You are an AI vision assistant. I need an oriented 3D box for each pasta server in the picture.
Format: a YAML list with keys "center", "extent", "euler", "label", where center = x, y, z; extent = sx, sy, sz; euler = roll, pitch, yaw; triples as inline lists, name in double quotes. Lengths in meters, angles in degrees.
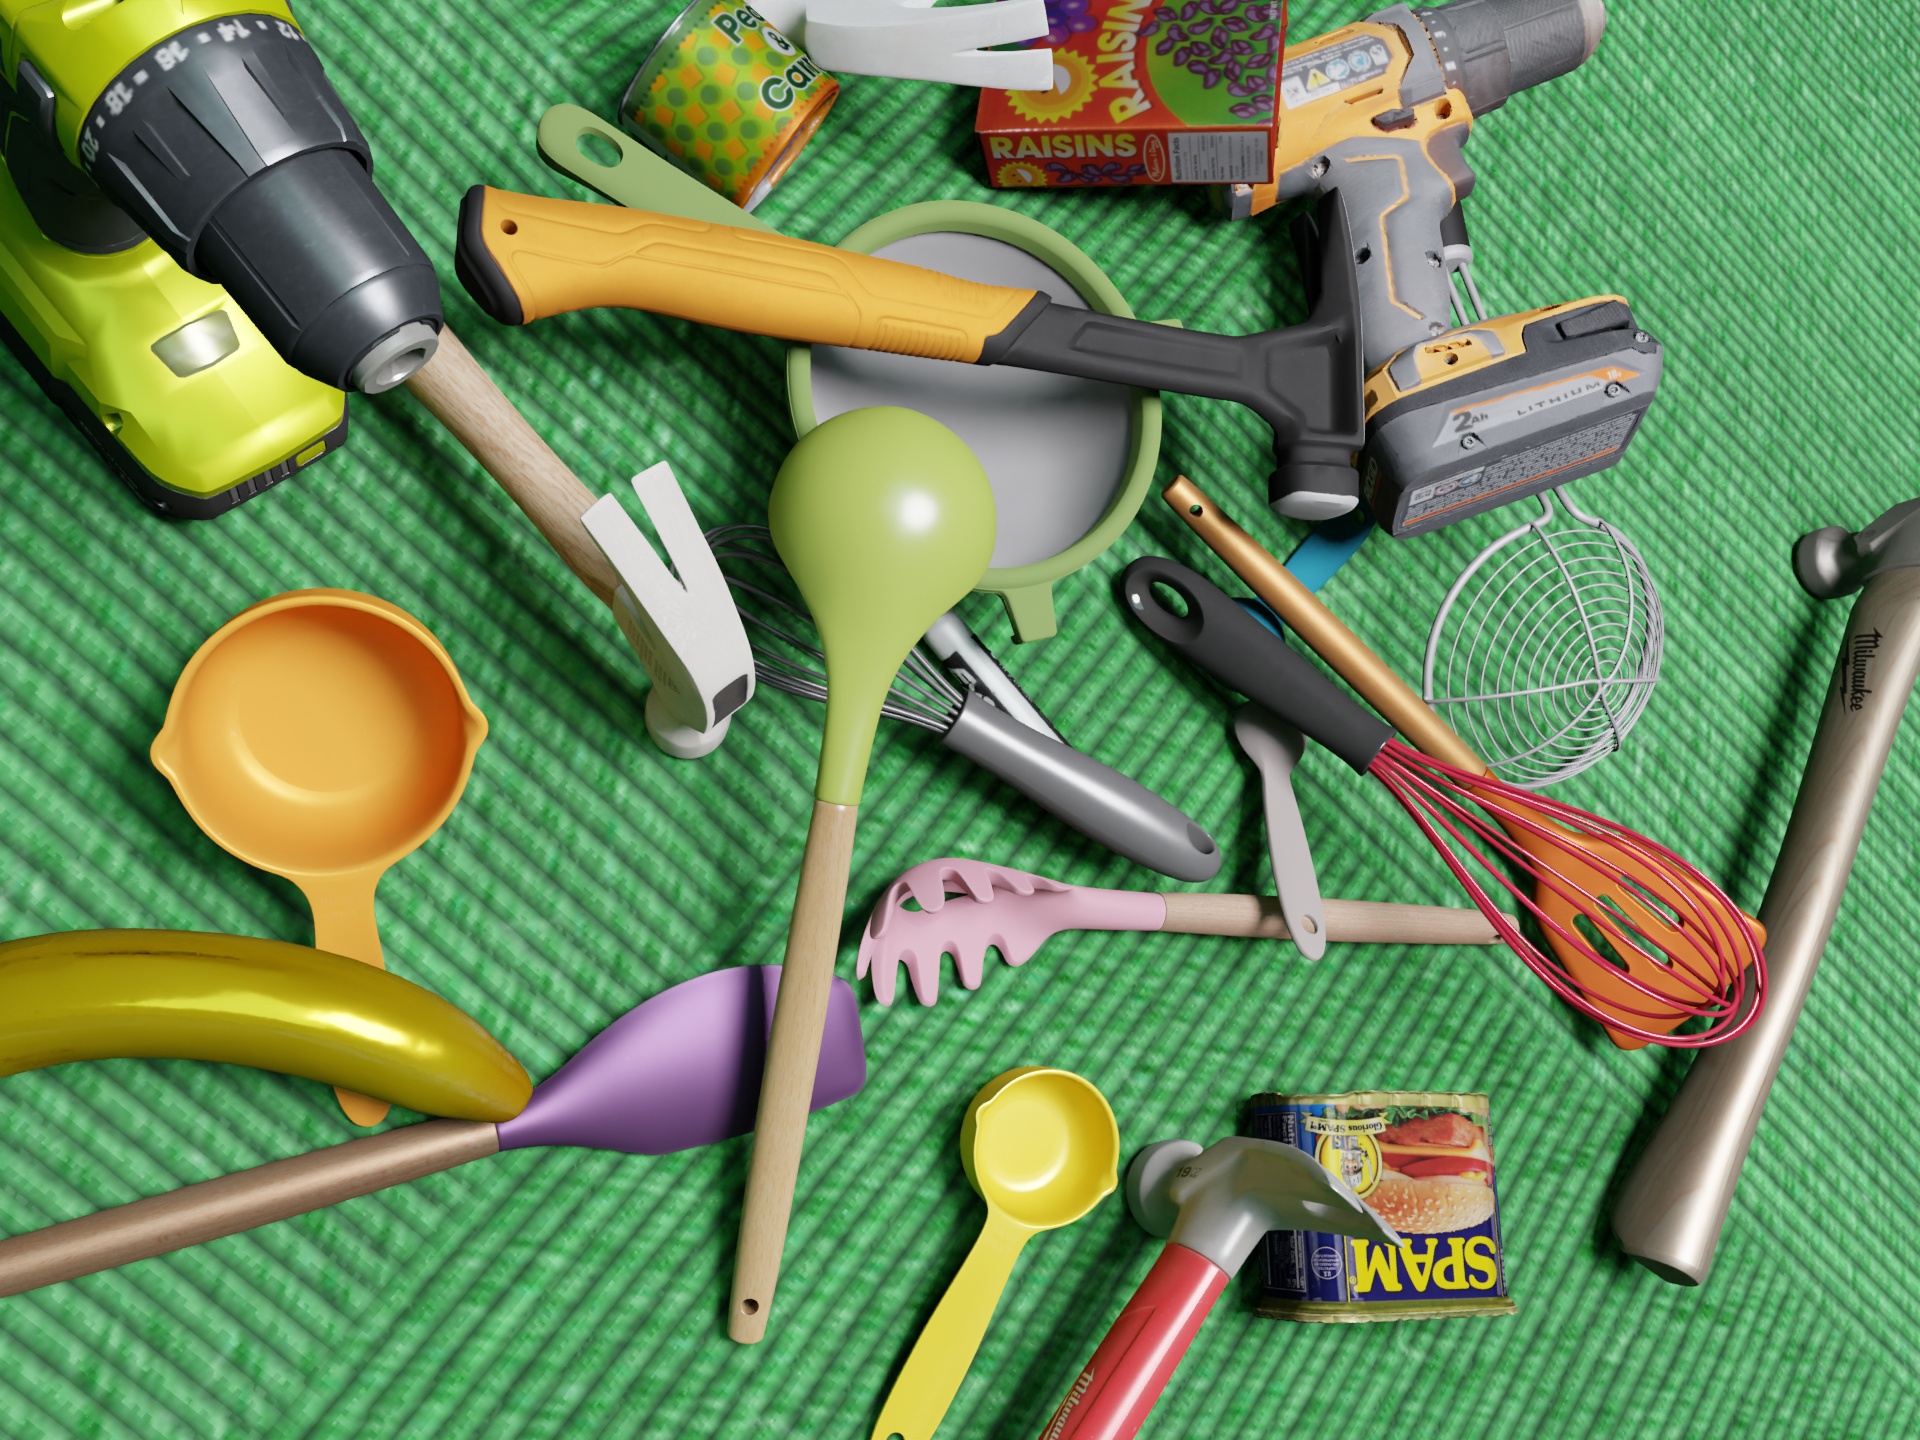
- center: [0.104, 0.084, 0.636]
  extent: [0.316, 0.060, 0.040]
  euler: [6, 41, -25]
  label: "pasta server"

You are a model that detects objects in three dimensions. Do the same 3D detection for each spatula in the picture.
- center: [0.204, 0.011, 0.675]
  extent: [0.322, 0.041, 0.081]
  euler: [42, 105, -11]
  label: "spatula"
- center: [-0.176, 0.137, 0.510]
  extent: [0.316, 0.018, 0.060]
  euler: [-12, 96, -26]
  label: "spatula"

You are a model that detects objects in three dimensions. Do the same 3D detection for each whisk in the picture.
- center: [0.182, 0.024, 0.629]
  extent: [0.296, 0.073, 0.073]
  euler: [38, 63, 15]
  label: "whisk"
- center: [-0.001, -0.002, 0.597]
  extent: [0.239, 0.055, 0.055]
  euler: [31, 67, -11]
  label: "whisk"

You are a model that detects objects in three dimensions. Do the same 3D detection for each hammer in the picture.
- center: [0.071, -0.388, 0.708]
  extent: [0.144, 0.035, 0.405]
  euler: [23, 56, 27]
  label: "hammer"
- center: [-0.004, -0.152, 0.568]
  extent: [0.336, 0.034, 0.127]
  euler: [4, 81, -21]
  label: "hammer"
- center: [0.000, 0.296, 0.493]
  extent: [0.038, 0.143, 0.386]
  euler: [41, 69, -6]
  label: "hammer"
- center: [0.396, 0.061, 0.723]
  extent: [0.038, 0.146, 0.411]
  euler: [34, 71, -14]
  label: "hammer"
- center: [-0.184, -0.129, 0.531]
  extent: [0.031, 0.130, 0.331]
  euler: [-41, 87, -21]
  label: "hammer"

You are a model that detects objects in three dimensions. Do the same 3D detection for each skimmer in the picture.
- center: [0.234, -0.149, 0.754]
  extent: [0.127, 0.090, 0.363]
  euler: [-6, 70, -20]
  label: "skimmer"

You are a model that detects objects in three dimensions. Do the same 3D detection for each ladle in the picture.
- center: [-0.047, 0.052, 0.543]
  extent: [0.078, 0.062, 0.320]
  euler: [10, 94, -5]
  label: "ladle"

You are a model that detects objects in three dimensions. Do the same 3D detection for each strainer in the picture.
- center: [-0.047, -0.143, 0.607]
  extent: [0.256, 0.069, 0.151]
  euler: [30, 72, -13]
  label: "strainer"

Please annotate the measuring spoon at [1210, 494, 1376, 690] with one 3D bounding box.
- center: [0.152, -0.062, 0.699]
  extent: [0.042, 0.021, 0.128]
  euler: [48, 66, -7]
  label: "measuring spoon"

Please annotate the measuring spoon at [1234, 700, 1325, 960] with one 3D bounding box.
- center: [0.136, 0.039, 0.648]
  extent: [0.034, 0.018, 0.124]
  euler: [15, 51, -24]
  label: "measuring spoon"

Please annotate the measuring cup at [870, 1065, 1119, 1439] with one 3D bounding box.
- center: [0.004, 0.198, 0.577]
  extent: [0.062, 0.029, 0.156]
  euler: [32, 79, -14]
  label: "measuring cup"

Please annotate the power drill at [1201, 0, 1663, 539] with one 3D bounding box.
- center: [0.217, -0.211, 0.682]
  extent: [0.185, 0.084, 0.226]
  euler: [-20, 71, 3]
  label: "power drill"

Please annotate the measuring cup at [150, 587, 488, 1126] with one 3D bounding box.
- center: [-0.200, 0.042, 0.513]
  extent: [0.095, 0.052, 0.173]
  euler: [-6, 105, -19]
  label: "measuring cup"

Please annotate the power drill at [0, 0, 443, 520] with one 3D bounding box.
- center: [-0.221, -0.142, 0.440]
  extent: [0.080, 0.228, 0.190]
  euler: [-39, 95, -26]
  label: "power drill"
